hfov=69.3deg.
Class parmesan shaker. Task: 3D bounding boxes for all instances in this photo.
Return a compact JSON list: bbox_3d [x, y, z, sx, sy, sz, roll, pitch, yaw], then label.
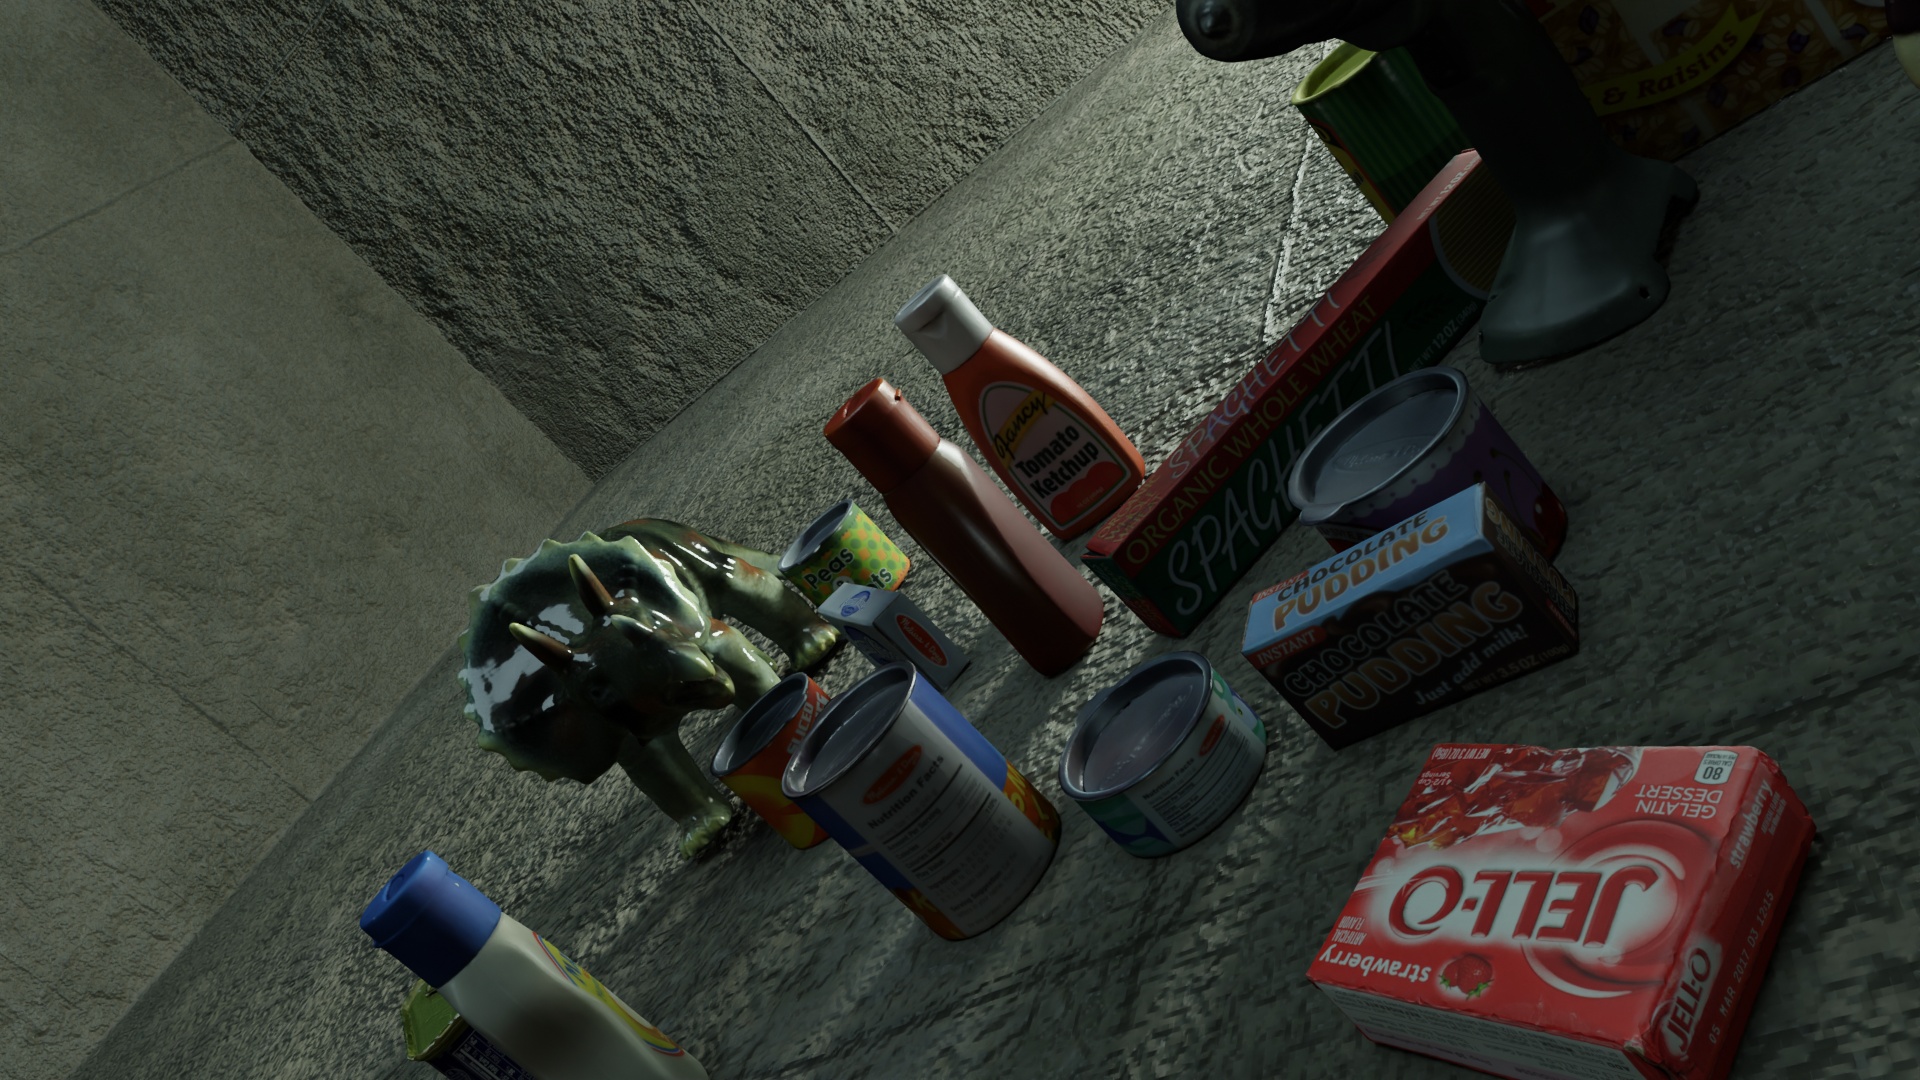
[{"bbox_3d":[0.214,-0.189,0.659,0.071,0.103,0.071,-39,17,14],"label":"parmesan shaker"}]

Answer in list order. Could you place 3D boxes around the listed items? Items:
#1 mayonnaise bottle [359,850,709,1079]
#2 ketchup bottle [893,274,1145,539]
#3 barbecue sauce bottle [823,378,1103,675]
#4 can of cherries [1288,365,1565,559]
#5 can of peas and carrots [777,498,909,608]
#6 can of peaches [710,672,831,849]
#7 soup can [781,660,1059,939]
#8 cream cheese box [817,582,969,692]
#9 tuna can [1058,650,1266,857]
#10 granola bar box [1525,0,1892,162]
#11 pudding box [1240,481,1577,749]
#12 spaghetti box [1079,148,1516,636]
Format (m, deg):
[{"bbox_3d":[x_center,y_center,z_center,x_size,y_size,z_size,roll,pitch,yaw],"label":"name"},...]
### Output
[{"bbox_3d":[-0.164,0.181,0.541,0.041,0.148,0.064,-48,17,-16],"label":"mayonnaise bottle"},{"bbox_3d":[0.028,-0.071,0.721,0.064,0.148,0.044,-39,17,16],"label":"ketchup bottle"},{"bbox_3d":[0.002,-0.008,0.623,0.043,0.148,0.065,-39,16,15],"label":"barbecue sauce bottle"},{"bbox_3d":[0.148,-0.011,0.448,0.071,0.058,0.072,-39,17,14],"label":"can of cherries"},{"bbox_3d":[-0.075,0.017,0.905,0.071,0.058,0.071,-39,17,14],"label":"can of peas and carrots"},{"bbox_3d":[-0.078,0.108,0.683,0.071,0.058,0.071,-39,17,14],"label":"can of peaches"},{"bbox_3d":[-0.015,0.096,0.518,0.071,0.083,0.071,-39,17,14],"label":"soup can"},{"bbox_3d":[-0.038,0.050,0.741,0.024,0.053,0.104,-48,17,-14],"label":"cream cheese box"},{"bbox_3d":[0.068,0.072,0.475,0.071,0.033,0.071,-39,17,14],"label":"tuna can"},{"bbox_3d":[0.287,-0.226,0.543,0.165,0.124,0.039,-30,21,38],"label":"granola bar box"},{"bbox_3d":[0.132,0.024,0.414,0.083,0.049,0.030,-32,20,35],"label":"pudding box"},{"bbox_3d":[0.153,-0.064,0.585,0.250,0.050,0.028,-46,16,-9],"label":"spaghetti box"}]
